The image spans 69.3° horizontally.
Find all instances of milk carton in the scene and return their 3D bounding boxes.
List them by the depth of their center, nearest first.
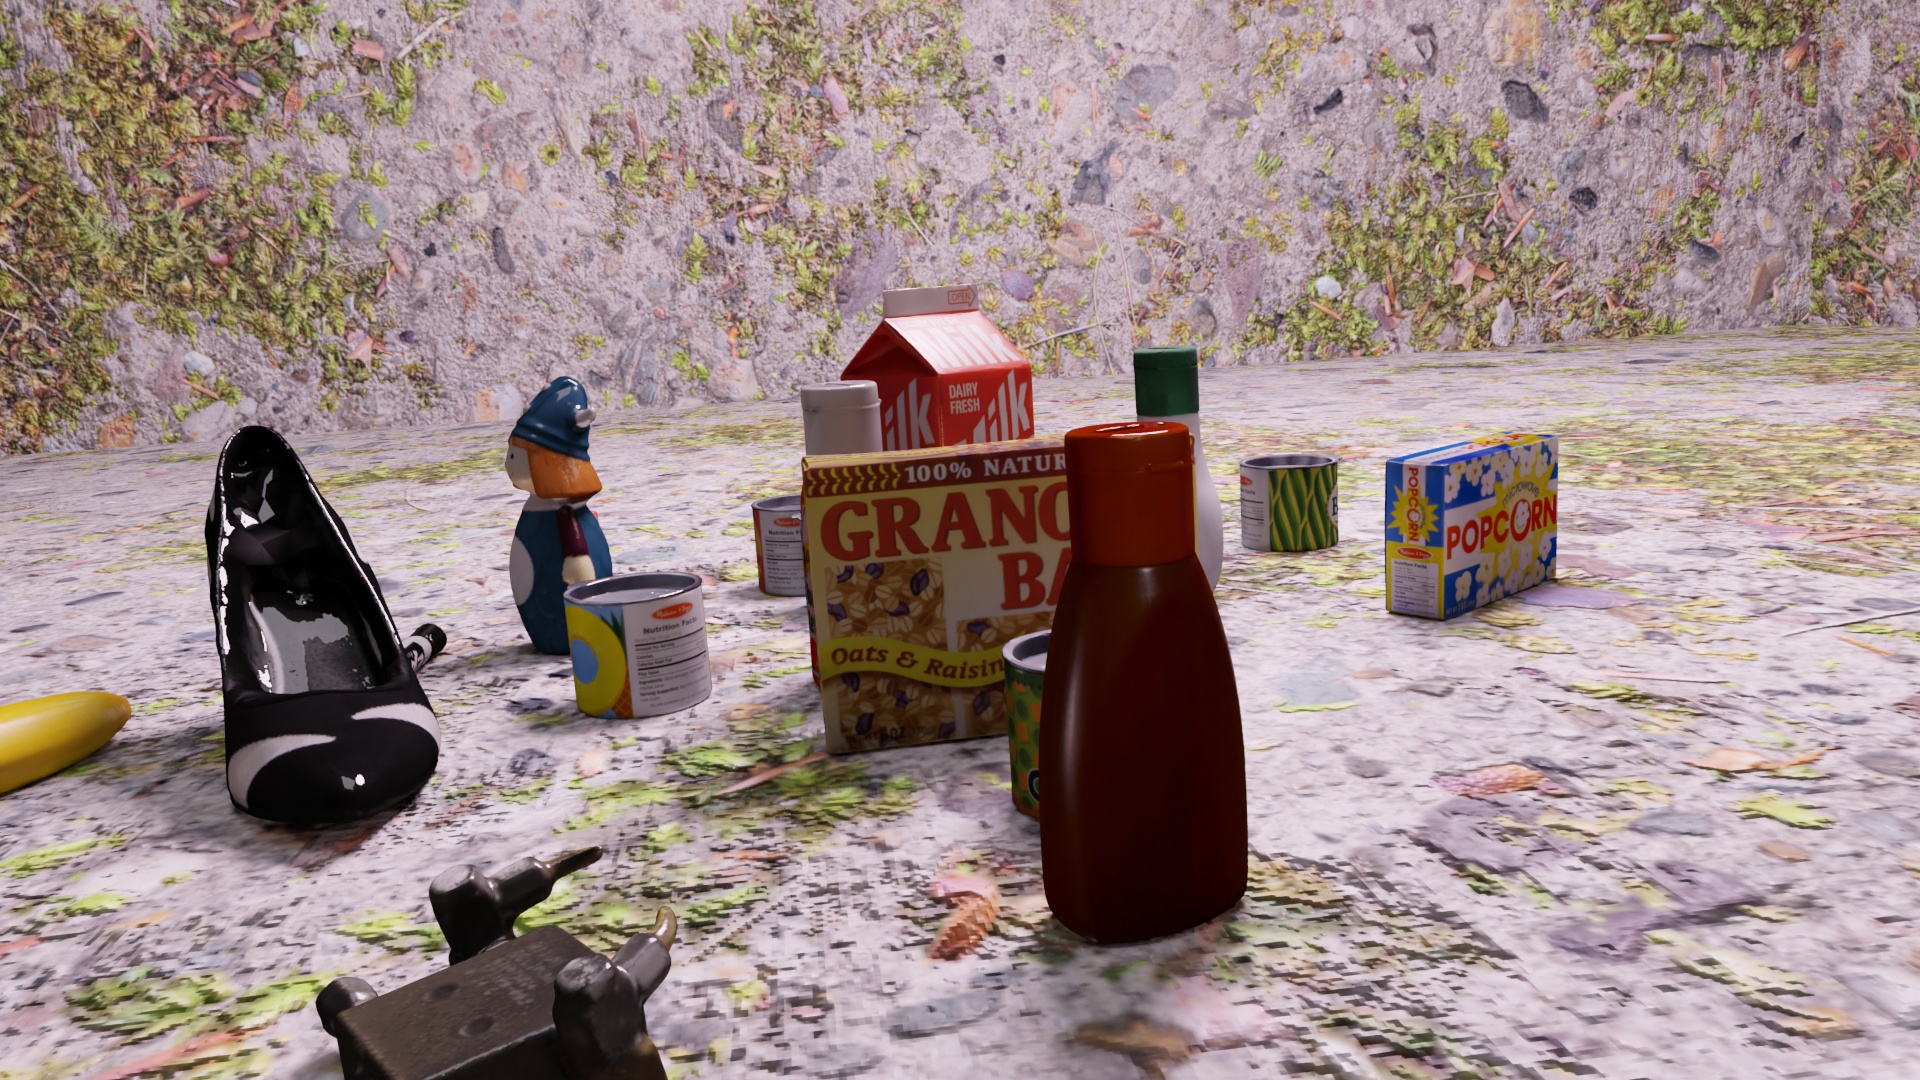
[{"bbox_3d":[-0.010,-0.036,0.721,0.073,0.190,0.072,6,14,42],"label":"milk carton"}]

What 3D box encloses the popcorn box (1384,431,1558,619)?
[{"bbox_3d":[0.286,-0.011,0.773,0.127,0.085,0.038,-13,13,-40],"label":"popcorn box"}]

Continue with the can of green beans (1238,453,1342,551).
[{"bbox_3d":[0.225,-0.026,0.950,0.071,0.057,0.071,-4,10,1],"label":"can of green beans"}]

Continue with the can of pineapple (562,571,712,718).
[{"bbox_3d":[-0.158,0.050,0.678,0.071,0.057,0.071,-4,10,1],"label":"can of pineapple"}]

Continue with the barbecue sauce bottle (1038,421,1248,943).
[{"bbox_3d":[0.053,0.040,0.413,0.065,0.148,0.043,-9,11,-27],"label":"barbecue sauce bottle"}]

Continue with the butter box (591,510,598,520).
[{"bbox_3d":[-0.248,0.015,0.906,0.024,0.053,0.103,-6,11,-11],"label":"butter box"}]

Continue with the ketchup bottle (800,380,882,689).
[{"bbox_3d":[-0.052,-0.001,0.666,0.044,0.148,0.065,-10,12,-30],"label":"ketchup bottle"}]

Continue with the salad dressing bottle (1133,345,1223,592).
[{"bbox_3d":[0.121,-0.038,0.805,0.044,0.147,0.064,-12,13,-37],"label":"salad dressing bottle"}]

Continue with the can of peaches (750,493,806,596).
[{"bbox_3d":[-0.101,0.001,0.914,0.071,0.058,0.071,-4,10,1],"label":"can of peaches"}]

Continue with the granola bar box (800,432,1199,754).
[{"bbox_3d":[0.019,0.019,0.600,0.166,0.124,0.039,-5,10,-9],"label":"granola bar box"}]

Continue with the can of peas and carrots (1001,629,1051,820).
[{"bbox_3d":[0.050,0.067,0.510,0.071,0.058,0.071,-4,10,1],"label":"can of peas and carrots"}]

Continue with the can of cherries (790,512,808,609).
[{"bbox_3d":[-0.066,0.011,0.850,0.071,0.058,0.071,-4,10,1],"label":"can of cherries"}]
